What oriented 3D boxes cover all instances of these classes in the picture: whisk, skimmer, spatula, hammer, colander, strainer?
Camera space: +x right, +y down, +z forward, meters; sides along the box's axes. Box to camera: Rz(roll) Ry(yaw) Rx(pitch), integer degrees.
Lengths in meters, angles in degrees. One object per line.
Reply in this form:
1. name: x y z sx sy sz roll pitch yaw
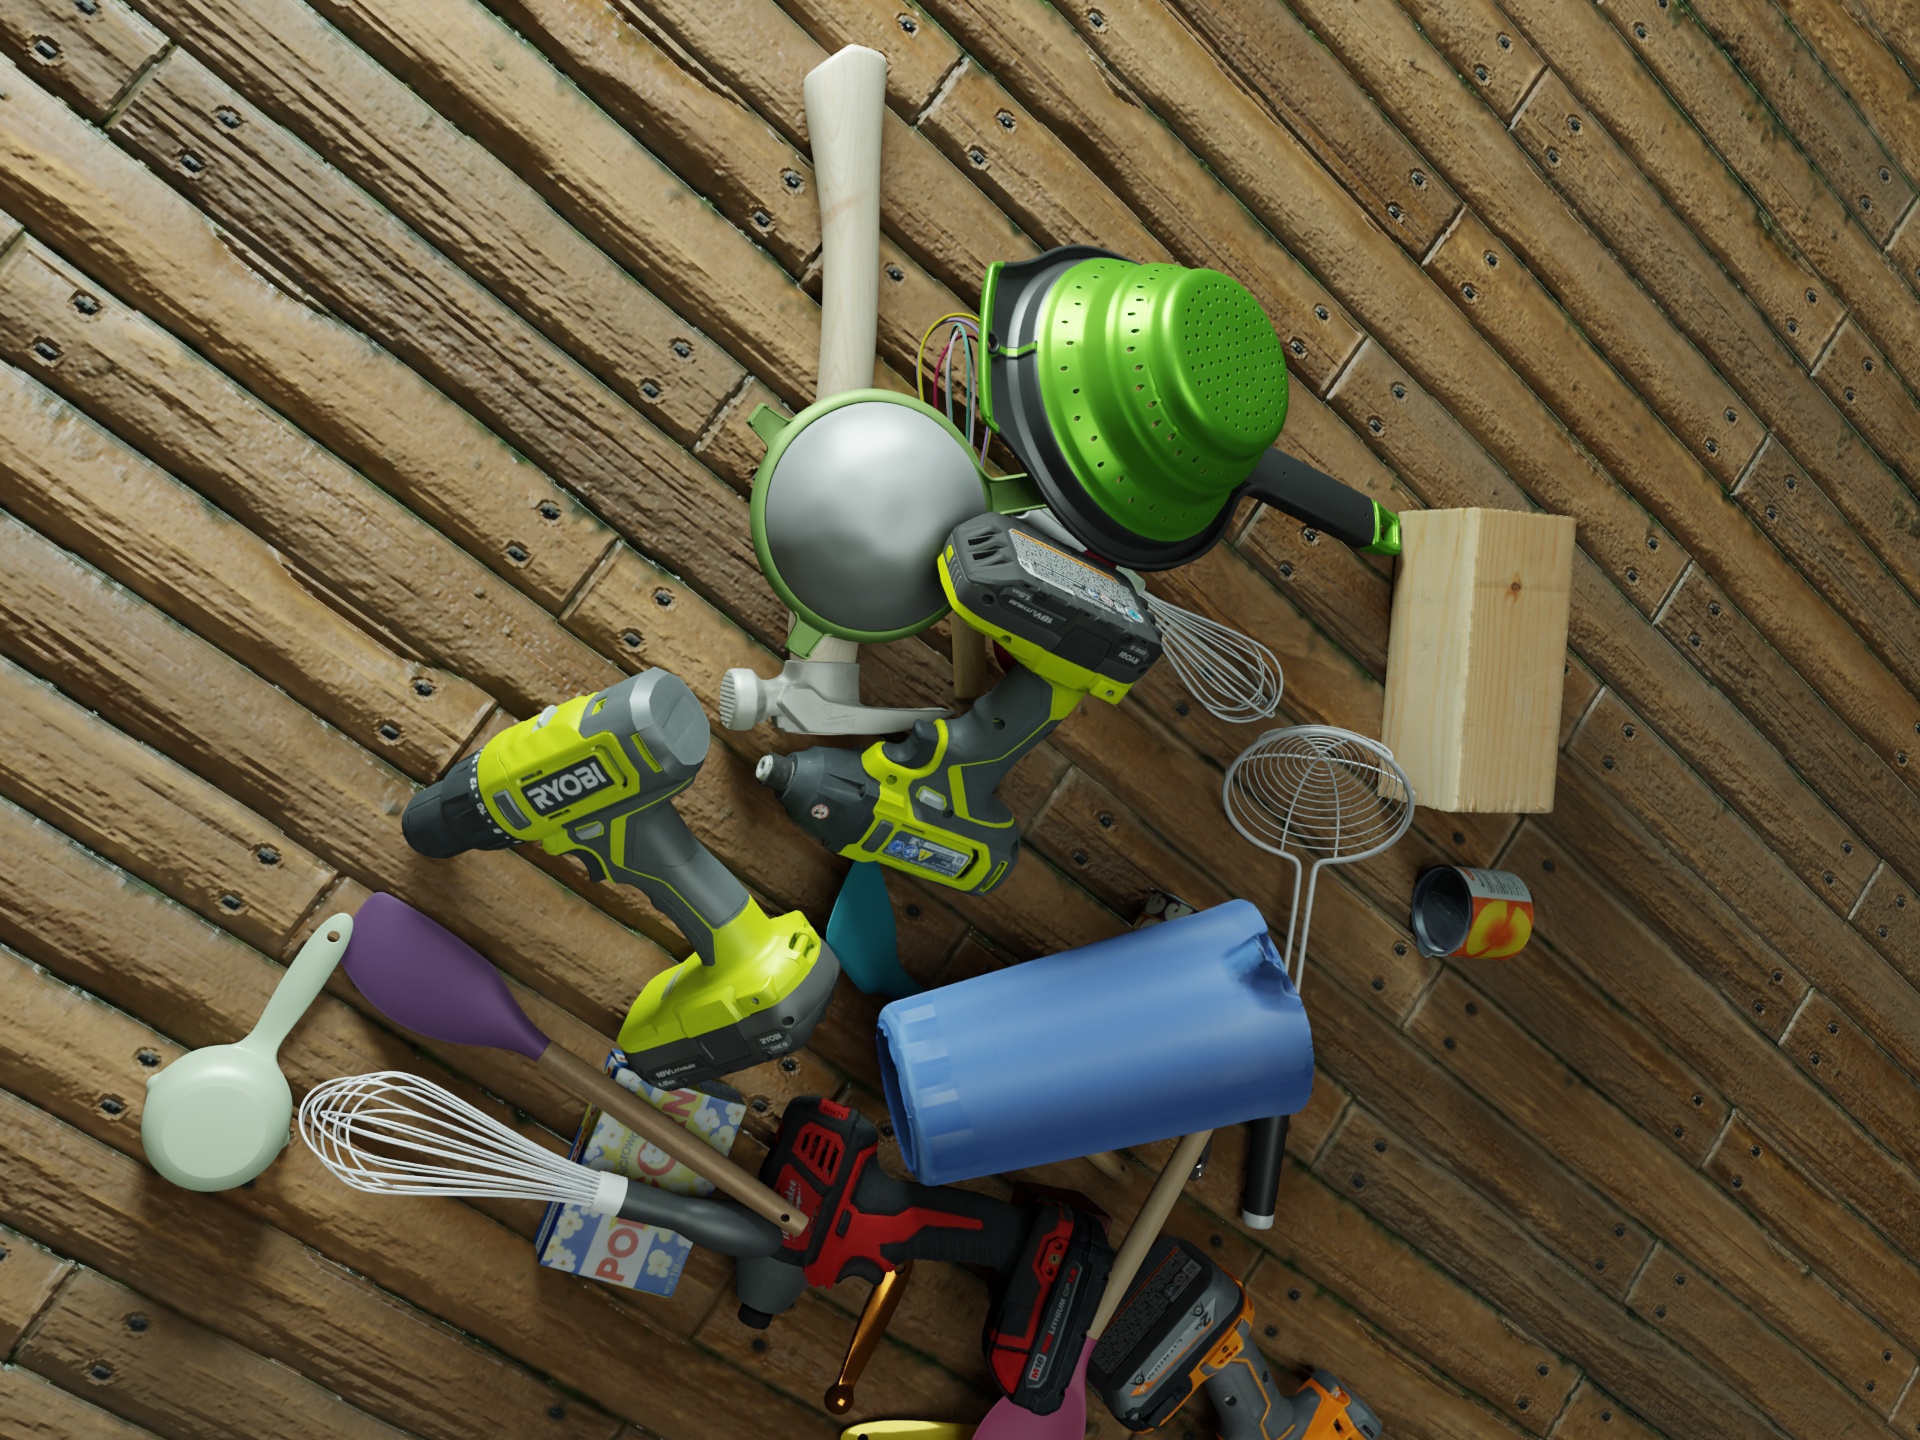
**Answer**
1. whisk: -0.230 0.258 0.901 0.284 0.070 0.070 23 86 -20
2. skimmer: 0.226 0.181 1.089 0.127 0.090 0.363 8 95 11
3. spatula: -0.221 0.208 0.919 0.316 0.018 0.060 35 87 -5
4. whisk: 0.119 -0.077 1.050 0.246 0.059 0.058 37 109 -16
5. hammer: -0.063 -0.196 0.973 0.146 0.038 0.410 2 94 -23
6. colander: 0.186 -0.179 0.983 0.396 0.094 0.205 16 69 -39
7. strainer: 0.007 -0.128 0.941 0.256 0.069 0.151 -12 102 -17
8. whisk: 0.005 -0.131 1.002 0.047 0.051 0.245 -7 100 -26
9. spatula: 0.019 0.210 1.034 0.317 0.044 0.082 45 41 -21

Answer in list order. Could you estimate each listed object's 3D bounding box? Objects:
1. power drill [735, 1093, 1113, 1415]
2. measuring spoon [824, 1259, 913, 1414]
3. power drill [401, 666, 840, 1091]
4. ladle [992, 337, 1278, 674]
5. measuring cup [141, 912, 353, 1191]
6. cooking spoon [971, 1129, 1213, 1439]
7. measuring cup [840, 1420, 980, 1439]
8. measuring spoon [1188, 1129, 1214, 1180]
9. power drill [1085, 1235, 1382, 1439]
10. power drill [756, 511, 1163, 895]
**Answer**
1. power drill: -0.029 0.335 0.984 0.219 0.078 0.143 22 86 1
2. measuring spoon: -0.057 0.399 1.039 0.021 0.011 0.117 27 85 -21
3. power drill: -0.190 0.096 0.899 0.190 0.080 0.228 -22 112 22
4. ladle: 0.124 -0.146 1.028 0.069 0.031 0.315 42 68 -11
5. measuring cup: -0.385 0.182 0.877 0.083 0.038 0.167 33 85 -20
6. cooking spoon: 0.096 0.376 1.035 0.068 0.017 0.319 31 84 -3
7. measuring cup: -0.003 0.480 1.058 0.156 0.029 0.062 5 58 -10
8. measuring spoon: 0.168 0.263 1.116 0.034 0.018 0.124 1 101 -19
9. power drill: 0.178 0.486 1.103 0.164 0.084 0.226 -45 112 -11
10. power drill: -0.001 -0.003 0.934 0.171 0.080 0.223 22 119 -27
